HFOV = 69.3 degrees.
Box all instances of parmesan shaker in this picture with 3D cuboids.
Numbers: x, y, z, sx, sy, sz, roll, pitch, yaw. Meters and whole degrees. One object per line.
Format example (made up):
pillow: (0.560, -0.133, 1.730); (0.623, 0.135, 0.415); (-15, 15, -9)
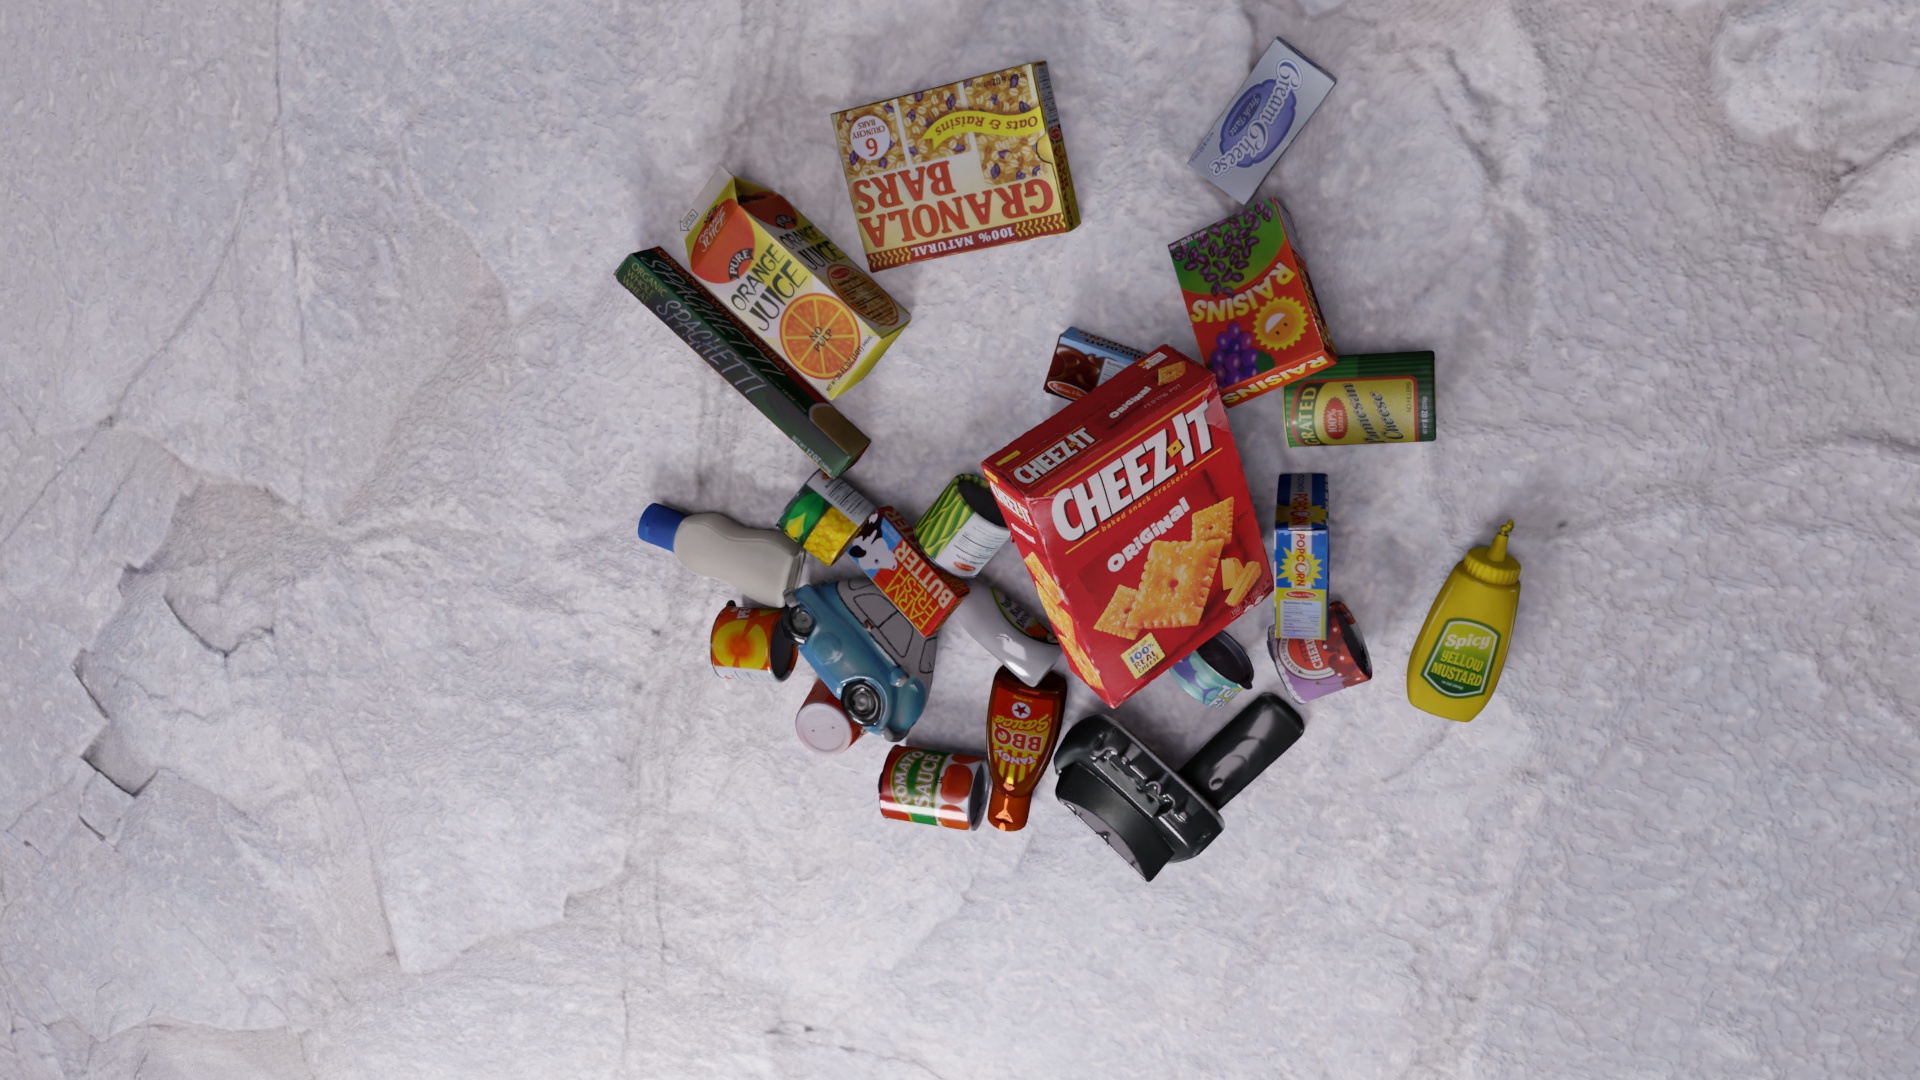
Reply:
parmesan shaker: (0.287, -0.104, 0.998); (0.103, 0.071, 0.071); (-1, 110, 20)

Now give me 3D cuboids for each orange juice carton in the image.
orange juice carton: (-0.139, -0.208, 1.104); (0.193, 0.073, 0.071); (43, 118, 0)

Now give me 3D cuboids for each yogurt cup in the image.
yogurt cup: (-0.113, 0.157, 1.246); (0.072, 0.054, 0.072); (6, 111, 17)

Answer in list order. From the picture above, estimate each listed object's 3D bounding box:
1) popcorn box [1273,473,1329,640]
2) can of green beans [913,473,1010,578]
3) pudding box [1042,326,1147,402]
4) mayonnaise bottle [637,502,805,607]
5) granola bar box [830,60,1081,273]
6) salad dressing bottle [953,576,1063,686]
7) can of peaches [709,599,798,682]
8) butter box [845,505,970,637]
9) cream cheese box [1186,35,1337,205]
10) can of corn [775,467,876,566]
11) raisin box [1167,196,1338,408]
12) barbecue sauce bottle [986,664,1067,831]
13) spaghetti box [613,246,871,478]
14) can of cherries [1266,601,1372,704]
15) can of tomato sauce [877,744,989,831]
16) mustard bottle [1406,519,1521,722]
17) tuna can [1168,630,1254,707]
popcorn box: (0.251, 0.009, 1.020); (0.038, 0.127, 0.085); (1, 111, 14)
can of green beans: (0.005, -0.013, 1.132); (0.071, 0.071, 0.057); (40, 117, 1)
pudding box: (0.112, -0.127, 1.071); (0.084, 0.030, 0.049); (20, 117, 11)
mayonnaise bottle: (-0.213, 0.007, 1.231); (0.148, 0.041, 0.064); (20, 114, 12)
granola bar box: (-0.004, -0.279, 1.048); (0.165, 0.039, 0.124); (-7, 108, 22)
salad dressing bottle: (0.019, 0.058, 1.160); (0.148, 0.064, 0.044); (40, 106, 9)
can of peaches: (-0.182, 0.090, 1.238); (0.058, 0.071, 0.071); (3, 111, 18)
butter box: (-0.043, 0.025, 1.143); (0.103, 0.024, 0.053); (46, 120, 16)
cream cheese box: (0.211, -0.294, 0.976); (0.053, 0.024, 0.103); (36, 118, 2)
can of corn: (-0.114, -0.018, 1.172); (0.058, 0.071, 0.071); (39, 118, 1)
raisin box: (0.206, -0.168, 0.986); (0.086, 0.040, 0.123); (-22, 70, 24)
barbecue sauce bottle: (0.051, 0.181, 1.204); (0.065, 0.044, 0.147); (14, 114, 12)
spaghetti box: (-0.180, -0.150, 1.154); (0.250, 0.050, 0.028); (43, 116, 0)
can of cherries: (0.277, 0.086, 1.072); (0.058, 0.072, 0.071); (-24, 101, 25)
can of tomato sauce: (-0.023, 0.219, 1.229); (0.083, 0.071, 0.071); (6, 112, 17)
mustard bottle: (0.382, 0.057, 1.037); (0.065, 0.049, 0.159); (15, 114, 12)
tuna can: (0.200, 0.101, 1.106); (0.071, 0.071, 0.032); (39, 119, 1)
